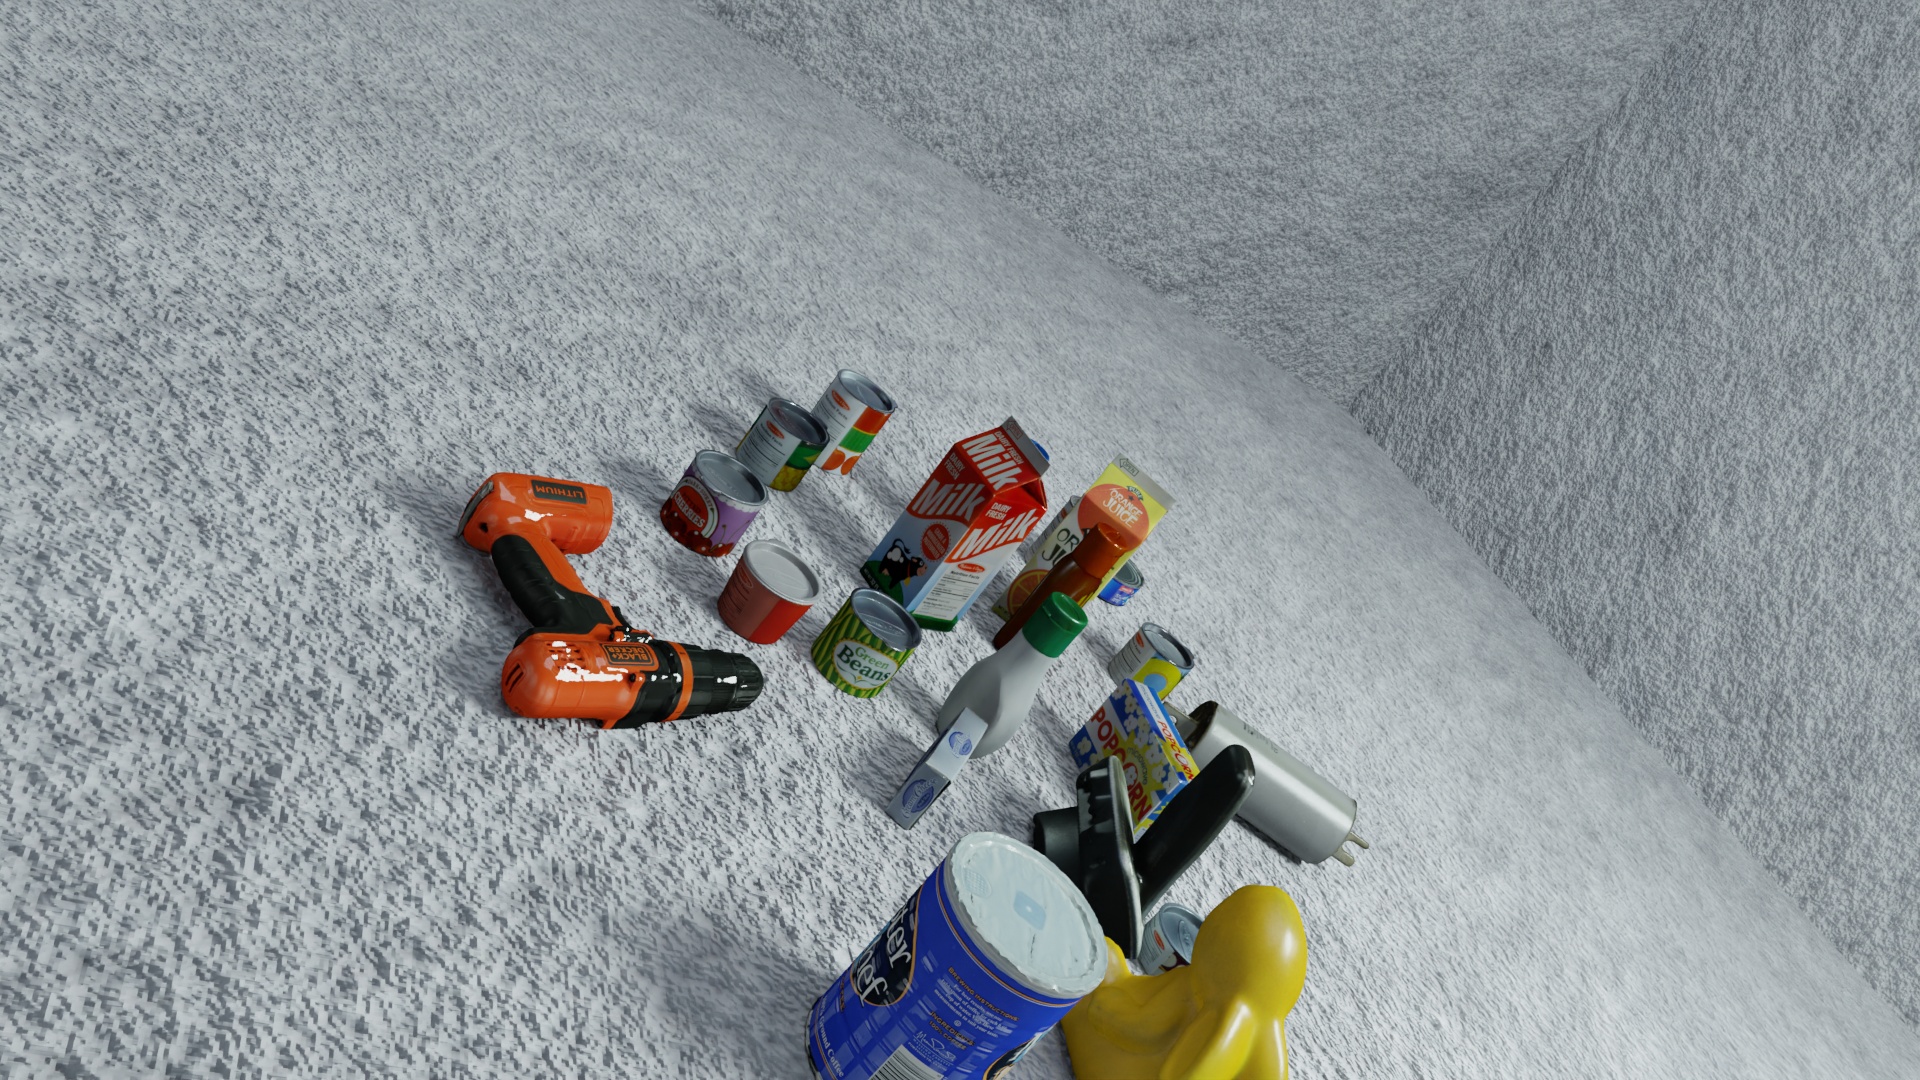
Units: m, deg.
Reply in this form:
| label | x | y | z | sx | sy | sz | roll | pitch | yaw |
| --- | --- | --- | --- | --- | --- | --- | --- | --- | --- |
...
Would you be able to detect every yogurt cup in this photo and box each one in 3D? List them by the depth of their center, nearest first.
| label | x | y | z | sx | sy | sz | roll | pitch | yaw |
| --- | --- | --- | --- | --- | --- | --- | --- | --- | --- |
| yogurt cup | -0.145 | 0.041 | 1.039 | 0.072 | 0.053 | 0.073 | 32 | 22 | -15 |

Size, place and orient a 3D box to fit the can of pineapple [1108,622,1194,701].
| label | x | y | z | sx | sy | sz | roll | pitch | yaw |
| --- | --- | --- | --- | --- | --- | --- | --- | --- | --- |
| can of pineapple | 0.192 | 0.125 | 1.389 | 0.071 | 0.057 | 0.071 | 32 | 22 | -15 |

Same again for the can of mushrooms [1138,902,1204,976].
| label | x | y | z | sx | sy | sz | roll | pitch | yaw |
| --- | --- | --- | --- | --- | --- | --- | --- | --- | --- |
| can of mushrooms | 0.165 | 0.305 | 1.025 | 0.071 | 0.033 | 0.071 | 32 | 22 | -15 |

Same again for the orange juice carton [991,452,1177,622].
| label | x | y | z | sx | sy | sz | roll | pitch | yaw |
| --- | --- | --- | --- | --- | --- | --- | --- | --- | --- |
| orange juice carton | 0.120 | 0.010 | 1.325 | 0.072 | 0.192 | 0.073 | 40 | 21 | 4 |

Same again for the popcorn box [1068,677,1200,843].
| label | x | y | z | sx | sy | sz | roll | pitch | yaw |
| --- | --- | --- | --- | --- | --- | --- | --- | --- | --- |
| popcorn box | 0.146 | 0.188 | 1.158 | 0.038 | 0.085 | 0.127 | 24 | 26 | -32 |

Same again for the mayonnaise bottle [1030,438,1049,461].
| label | x | y | z | sx | sy | sz | roll | pitch | yaw |
| --- | --- | --- | --- | --- | --- | --- | --- | --- | --- |
| mayonnaise bottle | 0.028 | -0.033 | 1.326 | 0.041 | 0.147 | 0.065 | 36 | 21 | -6 |

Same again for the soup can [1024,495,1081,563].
| label | x | y | z | sx | sy | sz | roll | pitch | yaw |
| --- | --- | --- | --- | --- | --- | --- | --- | --- | --- |
| soup can | 0.121 | 0.005 | 1.480 | 0.071 | 0.083 | 0.071 | 32 | 22 | -15 |

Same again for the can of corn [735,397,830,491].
| label | x | y | z | sx | sy | sz | roll | pitch | yaw |
| --- | --- | --- | --- | --- | --- | --- | --- | --- | --- |
| can of corn | -0.160 | -0.087 | 1.261 | 0.071 | 0.058 | 0.071 | 32 | 22 | -15 |

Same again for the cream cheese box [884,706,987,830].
| label | x | y | z | sx | sy | sz | roll | pitch | yaw |
| --- | --- | --- | --- | --- | --- | --- | --- | --- | --- |
| cream cheese box | -0.016 | 0.163 | 0.999 | 0.024 | 0.053 | 0.104 | 39 | 22 | 2 |

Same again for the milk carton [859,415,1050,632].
| label | x | y | z | sx | sy | sz | roll | pitch | yaw |
| --- | --- | --- | --- | --- | --- | --- | --- | --- | --- |
| milk carton | 0.004 | -0.015 | 1.197 | 0.073 | 0.190 | 0.072 | 14 | 32 | -47 |

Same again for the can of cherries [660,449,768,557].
| label | x | y | z | sx | sy | sz | roll | pitch | yaw |
| --- | --- | --- | --- | --- | --- | --- | --- | --- | --- |
| can of cherries | -0.196 | -0.029 | 1.092 | 0.071 | 0.058 | 0.072 | 32 | 22 | -15 |

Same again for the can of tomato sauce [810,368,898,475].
| label | x | y | z | sx | sy | sz | roll | pitch | yaw |
| --- | --- | --- | --- | --- | --- | --- | --- | --- | --- |
| can of tomato sauce | -0.113 | -0.115 | 1.357 | 0.071 | 0.082 | 0.071 | 32 | 22 | -15 |

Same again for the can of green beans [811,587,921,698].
| label | x | y | z | sx | sy | sz | roll | pitch | yaw |
| --- | --- | --- | --- | --- | --- | --- | --- | --- | --- |
| can of green beans | -0.073 | 0.079 | 1.070 | 0.071 | 0.057 | 0.071 | 32 | 22 | -15 |

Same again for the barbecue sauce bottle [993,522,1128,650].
| label | x | y | z | sx | sy | sz | roll | pitch | yaw |
| --- | --- | --- | --- | --- | --- | --- | --- | --- | --- |
| barbecue sauce bottle | 0.093 | 0.048 | 1.266 | 0.044 | 0.148 | 0.065 | 47 | 23 | 20 |

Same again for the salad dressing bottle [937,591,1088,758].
| label | x | y | z | sx | sy | sz | roll | pitch | yaw |
| --- | --- | --- | --- | --- | --- | --- | --- | --- | --- |
| salad dressing bottle | 0.041 | 0.104 | 1.076 | 0.044 | 0.147 | 0.064 | 19 | 28 | -40 |
